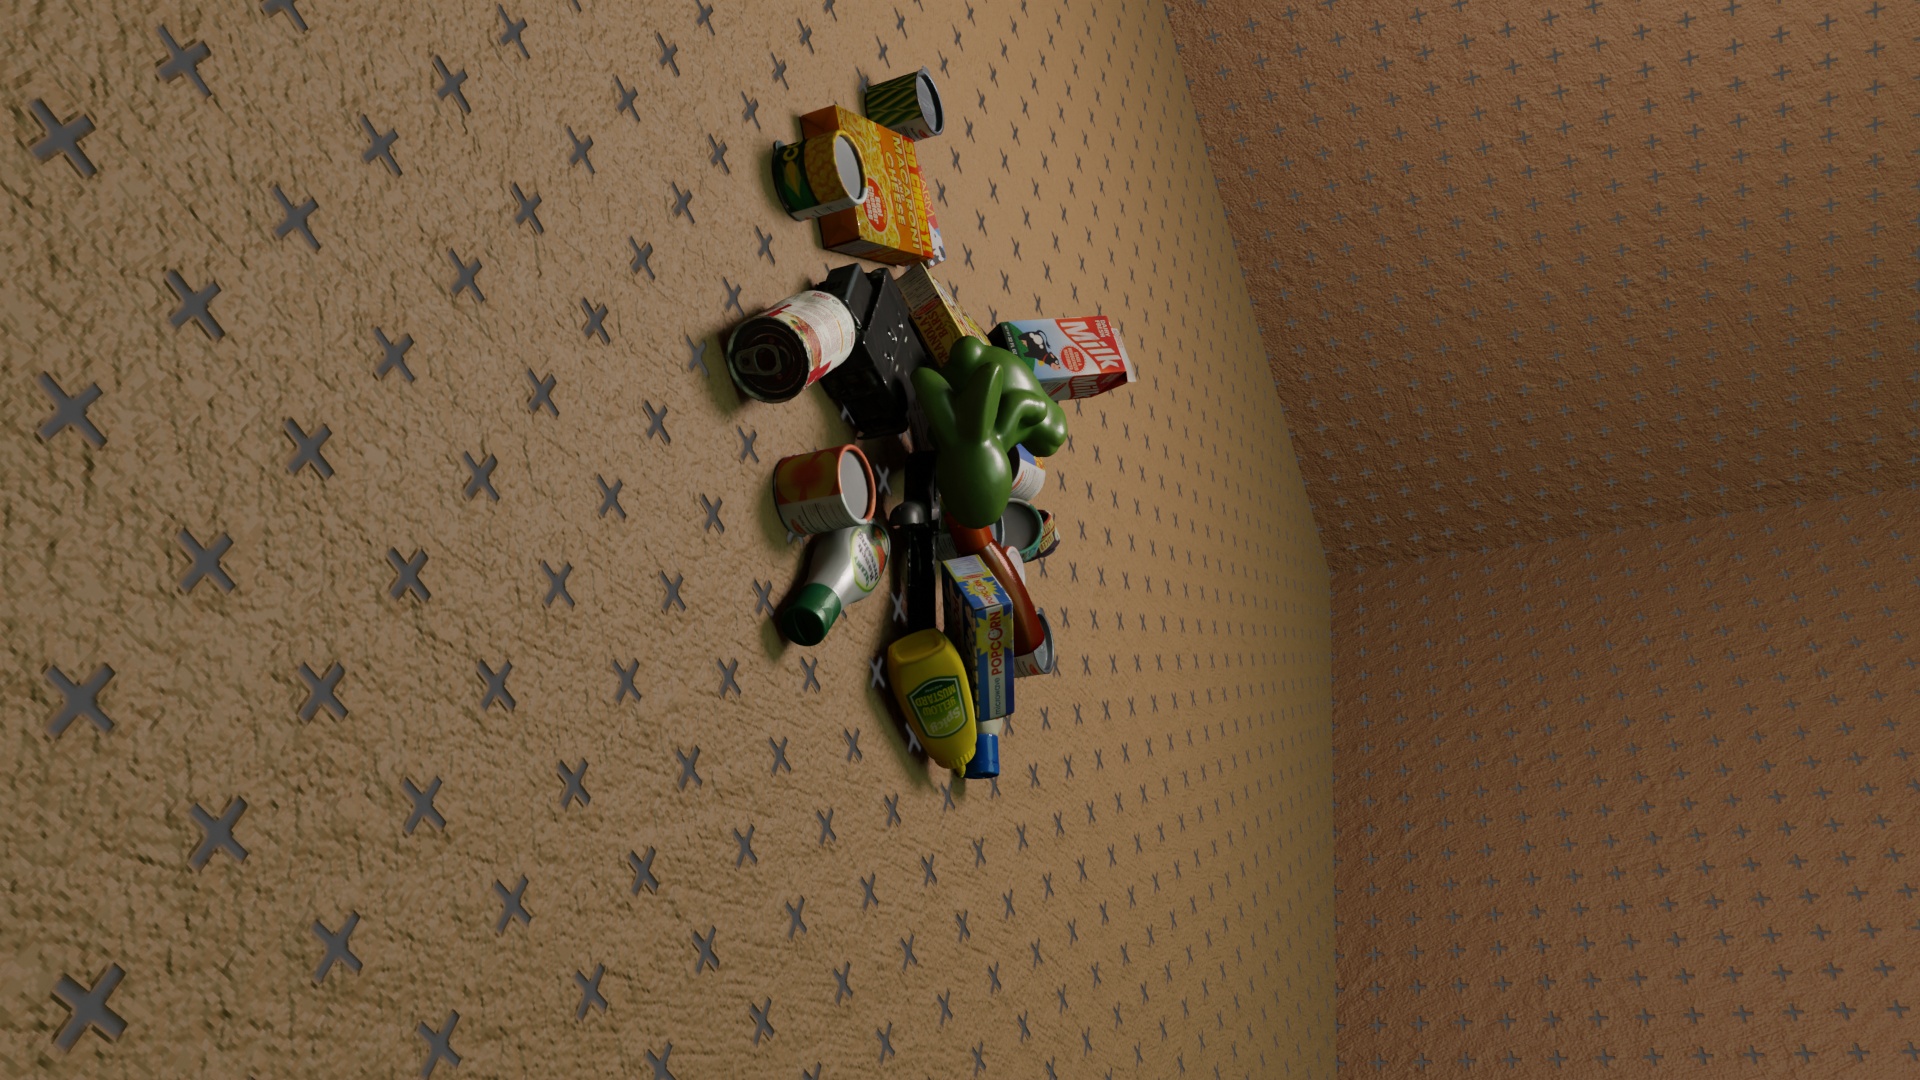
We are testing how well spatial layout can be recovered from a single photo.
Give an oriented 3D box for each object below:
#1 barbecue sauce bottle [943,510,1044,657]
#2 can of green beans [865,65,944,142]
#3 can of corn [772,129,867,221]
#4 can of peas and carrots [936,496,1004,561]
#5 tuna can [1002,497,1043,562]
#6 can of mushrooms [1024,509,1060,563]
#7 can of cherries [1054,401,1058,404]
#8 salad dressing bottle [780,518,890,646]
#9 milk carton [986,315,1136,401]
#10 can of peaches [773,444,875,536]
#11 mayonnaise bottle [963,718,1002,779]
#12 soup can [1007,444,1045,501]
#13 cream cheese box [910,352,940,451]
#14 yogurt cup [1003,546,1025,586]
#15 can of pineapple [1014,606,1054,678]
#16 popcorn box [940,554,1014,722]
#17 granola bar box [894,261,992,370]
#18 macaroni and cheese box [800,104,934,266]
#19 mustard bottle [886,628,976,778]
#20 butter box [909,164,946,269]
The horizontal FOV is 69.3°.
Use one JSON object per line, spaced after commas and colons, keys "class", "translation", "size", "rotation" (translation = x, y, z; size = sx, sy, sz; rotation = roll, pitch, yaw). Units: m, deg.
{"class": "barbecue sauce bottle", "translation": [0.027, 0.037, 1.298], "size": [0.044, 0.065, 0.148], "rotation": [-39, 113, -45]}
{"class": "can of green beans", "translation": [-0.056, -0.434, 1.401], "size": [0.071, 0.058, 0.071], "rotation": [-11, 91, -68]}
{"class": "can of corn", "translation": [-0.120, -0.316, 1.192], "size": [0.071, 0.058, 0.071], "rotation": [-11, 91, -68]}
{"class": "can of peas and carrots", "translation": [0.005, -0.017, 1.364], "size": [0.071, 0.058, 0.071], "rotation": [-11, 91, -69]}
{"class": "tuna can", "translation": [0.053, -0.007, 1.458], "size": [0.032, 0.071, 0.071], "rotation": [101, -11, -69]}
{"class": "can of mushrooms", "translation": [0.074, -0.004, 1.513], "size": [0.071, 0.071, 0.033], "rotation": [-60, 134, -58]}
{"class": "can of cherries", "translation": [0.082, -0.155, 1.603], "size": [0.071, 0.071, 0.058], "rotation": [44, 41, -56]}
{"class": "salad dressing bottle", "translation": [-0.100, 0.032, 1.108], "size": [0.148, 0.044, 0.064], "rotation": [-60, 136, -58]}
{"class": "milk carton", "translation": [0.114, -0.202, 1.552], "size": [0.191, 0.073, 0.072], "rotation": [-8, 74, -33]}
{"class": "can of peaches", "translation": [-0.107, -0.042, 1.104], "size": [0.071, 0.058, 0.071], "rotation": [-11, 91, -68]}
{"class": "mayonnaise bottle", "translation": [0.017, 0.154, 1.340], "size": [0.064, 0.041, 0.148], "rotation": [32, 51, -57]}
{"class": "soup can", "translation": [0.045, -0.078, 1.483], "size": [0.084, 0.071, 0.071], "rotation": [16, 66, -67]}
{"class": "cream cheese box", "translation": [-0.031, -0.131, 1.372], "size": [0.053, 0.024, 0.103], "rotation": [-34, 112, -67]}
{"class": "yogurt cup", "translation": [0.032, 0.036, 1.413], "size": [0.072, 0.054, 0.072], "rotation": [-10, 91, -68]}
{"class": "can of pineapple", "translation": [0.060, 0.108, 1.444], "size": [0.071, 0.058, 0.071], "rotation": [-11, 91, -68]}
{"class": "popcorn box", "translation": [0.015, 0.088, 1.250], "size": [0.085, 0.038, 0.126], "rotation": [-125, -152, -54]}
{"class": "granola bar box", "translation": [0.003, -0.192, 1.405], "size": [0.124, 0.039, 0.165], "rotation": [62, 13, 28]}
{"class": "macaroni and cheese box", "translation": [-0.085, -0.330, 1.309], "size": [0.167, 0.040, 0.123], "rotation": [-11, 91, -68]}
{"class": "mustard bottle", "translation": [-0.017, 0.153, 1.229], "size": [0.049, 0.065, 0.159], "rotation": [-119, -171, -58]}
{"class": "butter box", "translation": [-0.045, -0.331, 1.425], "size": [0.053, 0.024, 0.103], "rotation": [-46, 123, -63]}
